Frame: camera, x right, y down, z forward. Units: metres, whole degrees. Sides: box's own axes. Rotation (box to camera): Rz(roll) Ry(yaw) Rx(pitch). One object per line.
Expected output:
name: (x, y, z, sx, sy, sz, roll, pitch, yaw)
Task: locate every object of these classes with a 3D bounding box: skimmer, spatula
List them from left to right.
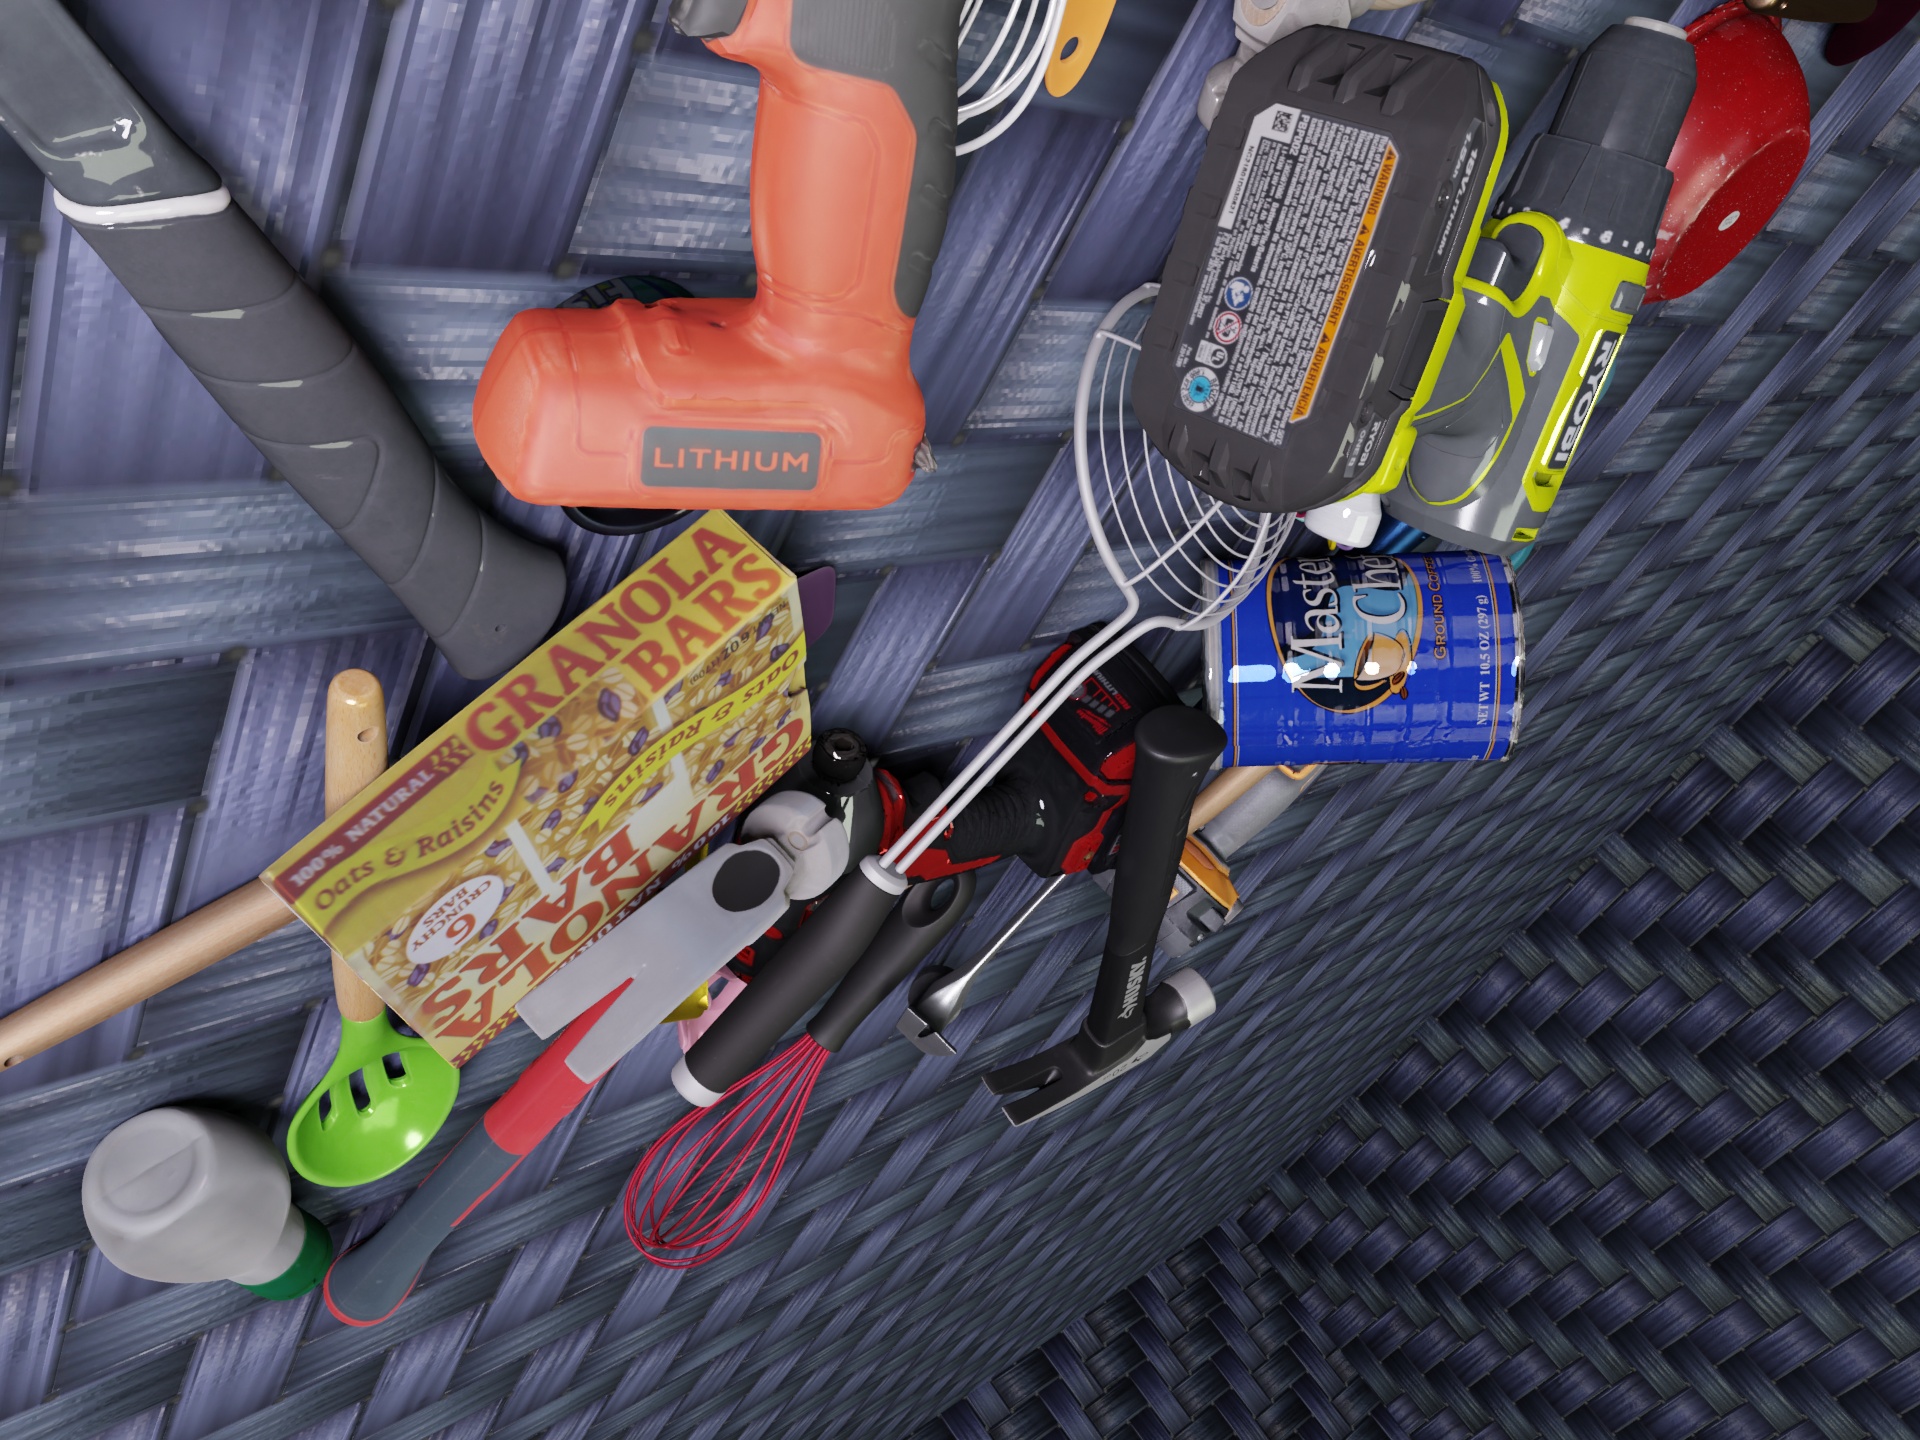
spatula: (-0.172, 0.030, 0.534, 0.316, 0.018, 0.059, -30, 157, -23)
skimmer: (-0.001, -0.002, 0.618, 0.363, 0.090, 0.127, -48, 135, 12)
spatula: (0.219, -0.046, 0.836, 0.317, 0.044, 0.082, -44, 169, 20)

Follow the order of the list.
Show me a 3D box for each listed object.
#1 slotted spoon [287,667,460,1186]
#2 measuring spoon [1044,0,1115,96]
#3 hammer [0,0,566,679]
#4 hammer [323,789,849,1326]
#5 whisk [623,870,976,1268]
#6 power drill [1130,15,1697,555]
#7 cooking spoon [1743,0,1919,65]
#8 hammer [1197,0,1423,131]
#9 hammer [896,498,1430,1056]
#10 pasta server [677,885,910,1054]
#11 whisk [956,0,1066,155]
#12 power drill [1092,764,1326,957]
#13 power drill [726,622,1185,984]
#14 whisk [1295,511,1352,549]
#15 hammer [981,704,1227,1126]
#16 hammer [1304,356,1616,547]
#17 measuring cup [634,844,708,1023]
slotted spoon: (-0.199, 0.081, 0.533, 0.070, 0.031, 0.313, -27, 156, -33)
measuring spoon: (0.039, -0.221, 0.429, 0.021, 0.011, 0.116, -26, 156, -28)
hammer: (-0.166, -0.107, 0.292, 0.149, 0.036, 0.408, -36, 155, -8)
hammer: (-0.185, 0.168, 0.623, 0.386, 0.038, 0.143, -45, 177, 37)
whisk: (-0.087, 0.190, 0.879, 0.296, 0.073, 0.073, -51, 154, 10)
power drill: (0.167, -0.151, 0.531, 0.228, 0.080, 0.190, -9, 123, -49)
cooking spoon: (0.402, -0.324, 0.720, 0.319, 0.017, 0.068, -26, 158, -47)
hammer: (0.253, -0.304, 0.562, 0.410, 0.038, 0.146, -25, 150, -32)
hammer: (0.108, 0.033, 0.879, 0.405, 0.035, 0.144, -47, 178, 5)
pasta server: (-0.014, 0.076, 0.814, 0.316, 0.040, 0.060, -30, 137, -24)
whisk: (0.032, -0.240, 0.348, 0.246, 0.059, 0.058, -60, -174, 30)
power drill: (0.184, 0.039, 0.958, 0.226, 0.084, 0.185, -45, 168, 4)
power drill: (-0.003, 0.036, 0.721, 0.219, 0.079, 0.143, -19, 146, -34)
whisk: (0.165, -0.157, 0.688, 0.047, 0.051, 0.244, -55, 157, -21)
hammer: (0.084, 0.103, 0.800, 0.146, 0.035, 0.334, -27, 149, -19)
hammer: (0.259, -0.162, 0.761, 0.331, 0.033, 0.128, -19, 133, -54)
measuring cup: (-0.119, 0.063, 0.634, 0.029, 0.062, 0.156, -10, 136, -25)
